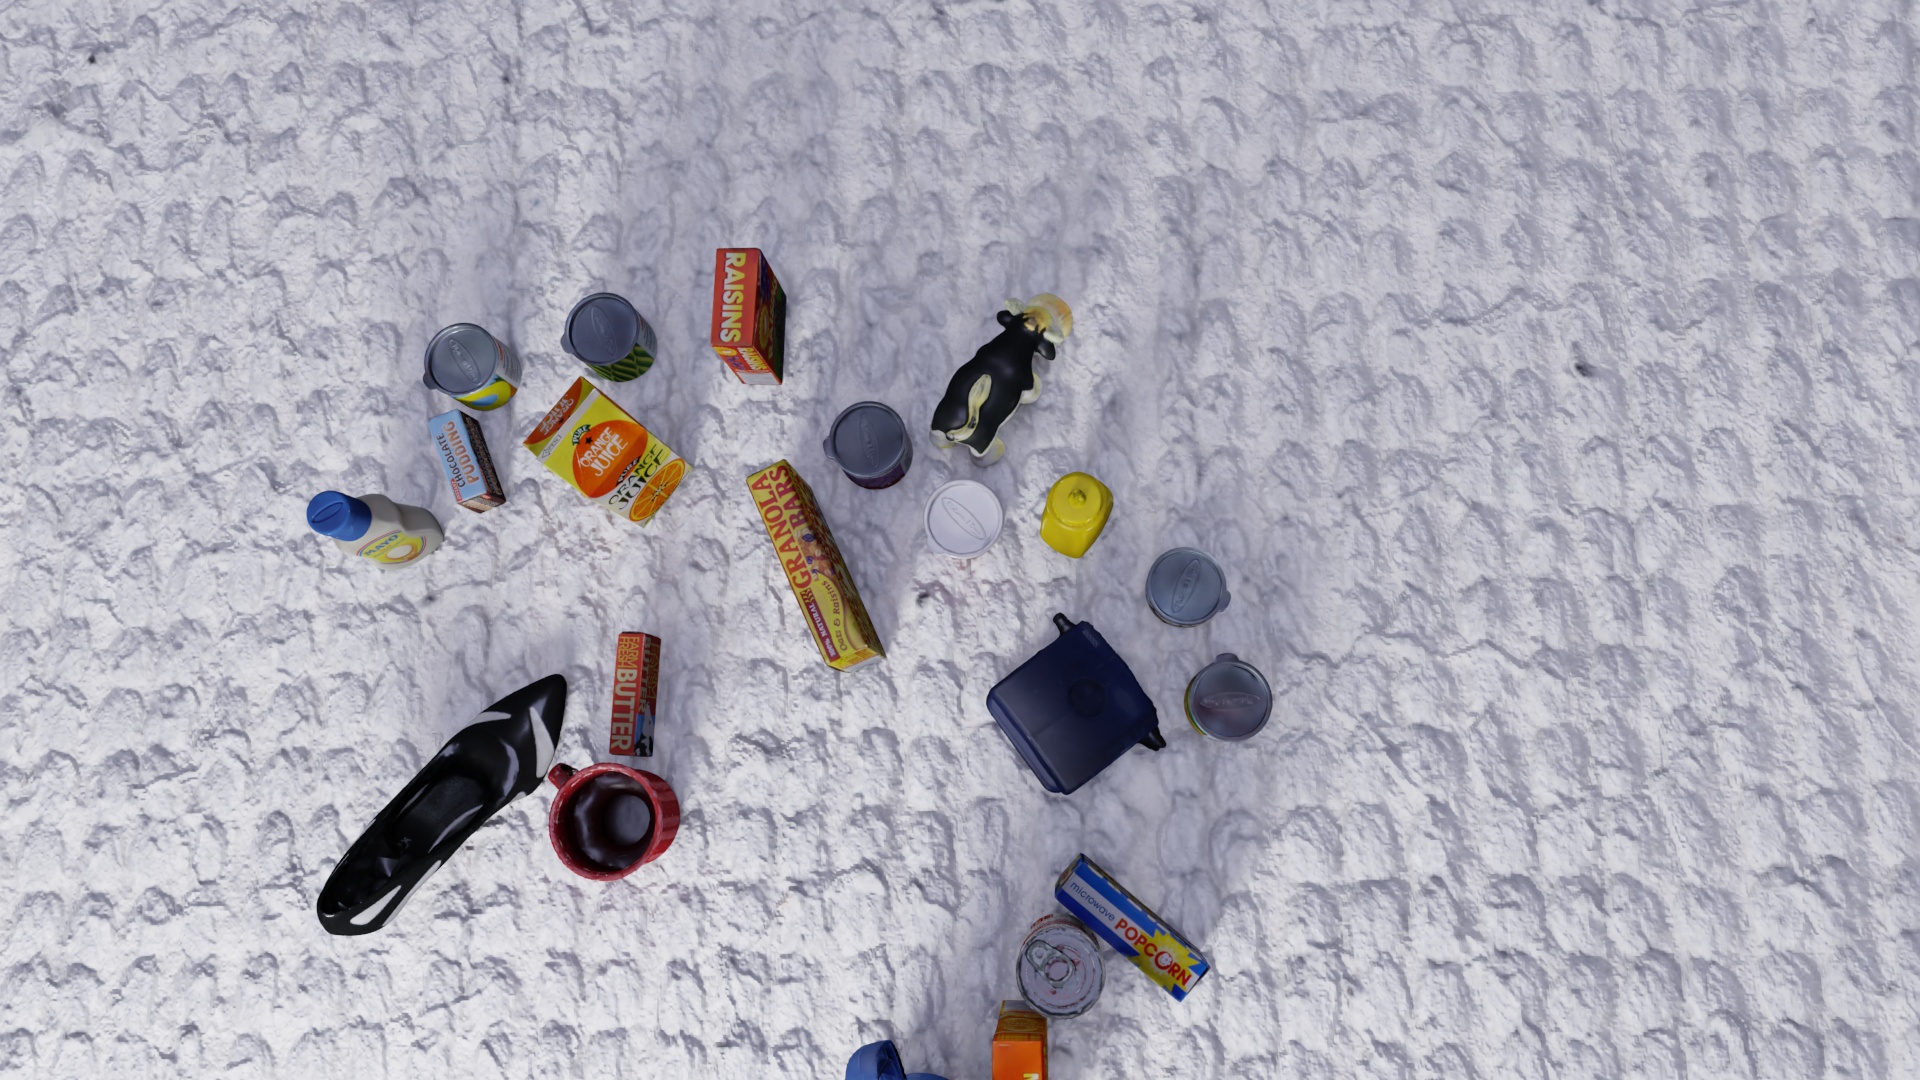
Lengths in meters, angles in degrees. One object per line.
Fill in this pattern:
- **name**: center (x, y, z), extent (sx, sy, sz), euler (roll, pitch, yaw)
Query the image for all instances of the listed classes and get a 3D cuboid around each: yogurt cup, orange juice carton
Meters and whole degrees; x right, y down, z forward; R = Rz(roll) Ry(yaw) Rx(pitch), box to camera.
- **yogurt cup**: center (0.004, -0.015, 1.178), extent (0.072, 0.054, 0.072), euler (-1, 81, 4)
- **orange juice carton**: center (-0.290, -0.073, 1.137), extent (0.073, 0.192, 0.072), euler (38, 85, 9)

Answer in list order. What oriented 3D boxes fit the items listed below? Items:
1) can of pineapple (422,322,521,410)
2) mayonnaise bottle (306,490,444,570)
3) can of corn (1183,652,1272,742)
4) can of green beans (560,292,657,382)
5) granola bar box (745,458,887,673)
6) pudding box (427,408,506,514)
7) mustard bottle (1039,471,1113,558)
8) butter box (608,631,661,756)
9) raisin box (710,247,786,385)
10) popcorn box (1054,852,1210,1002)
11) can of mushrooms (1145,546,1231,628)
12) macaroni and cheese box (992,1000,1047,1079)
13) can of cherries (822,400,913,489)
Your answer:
- **can of pineapple**: center (-0.431, -0.152, 1.227), extent (0.071, 0.058, 0.071), euler (-1, 81, 4)
- **mayonnaise bottle**: center (-0.492, -0.010, 1.162), extent (0.065, 0.148, 0.041), euler (-32, 80, -2)
- **can of corn**: center (0.218, 0.130, 1.138), extent (0.071, 0.058, 0.071), euler (-1, 81, 4)
- **can of green beans**: center (-0.307, -0.178, 1.224), extent (0.071, 0.057, 0.071), euler (-1, 81, 4)
- **granola bar box**: center (-0.118, 0.025, 1.144), extent (0.039, 0.124, 0.165), euler (-25, 80, 0)
- **pudding box**: center (-0.433, -0.069, 1.218), extent (0.030, 0.049, 0.084), euler (-22, 80, 0)
- **mustard bottle**: center (0.094, -0.026, 1.121), extent (0.049, 0.160, 0.065), euler (31, 84, 8)
- **butter box**: center (-0.274, 0.130, 1.172), extent (0.024, 0.053, 0.103), euler (2, 81, 4)
- **raisin box**: center (-0.179, -0.188, 1.184), extent (0.040, 0.123, 0.086), euler (2, 81, 4)
- **popcorn box**: center (0.133, 0.304, 1.100), extent (0.127, 0.085, 0.038), euler (39, 85, 9)
- **can of mushrooms**: center (0.191, 0.041, 1.167), extent (0.071, 0.033, 0.071), euler (-1, 80, 4)
- **macaroni and cheese box**: center (0.047, 0.423, 1.044), extent (0.040, 0.166, 0.124), euler (-1, 81, 4)
- **can of cherries**: center (-0.078, -0.081, 1.192), extent (0.071, 0.058, 0.071), euler (-1, 81, 4)
